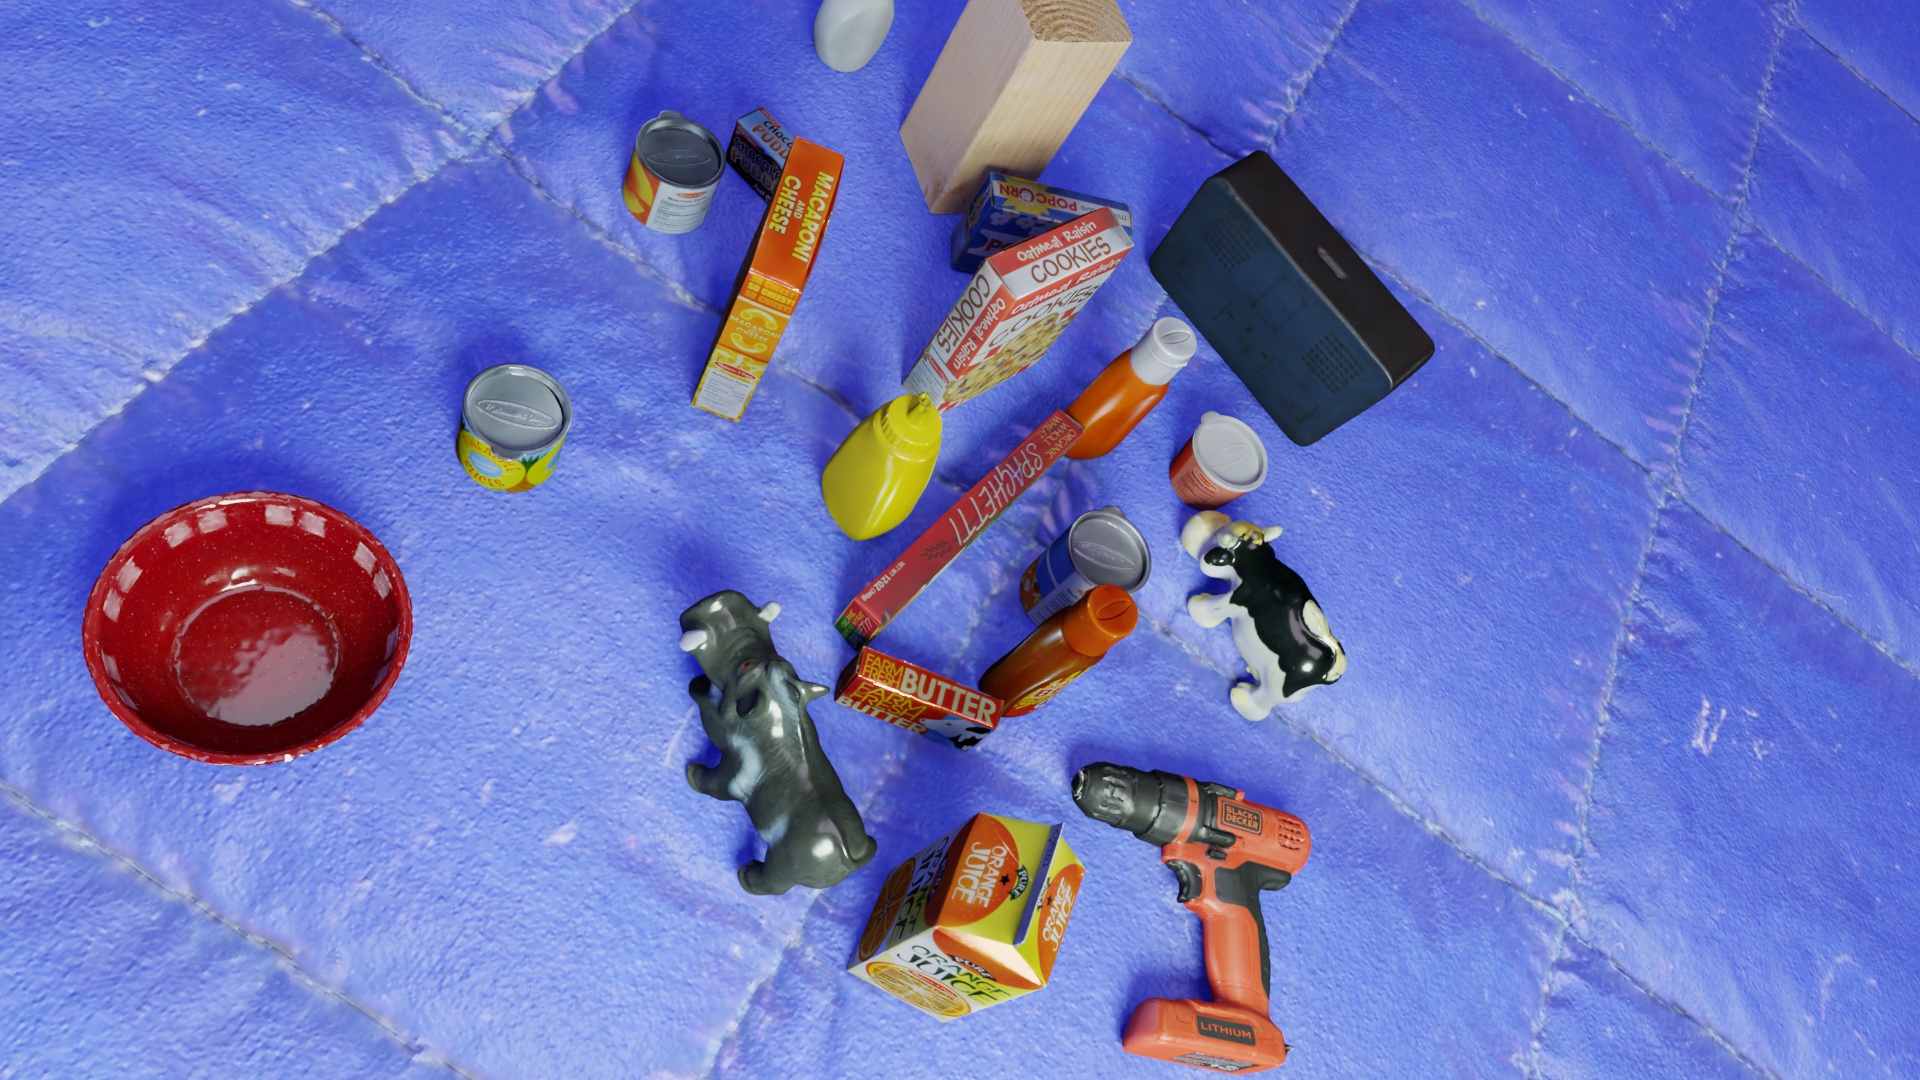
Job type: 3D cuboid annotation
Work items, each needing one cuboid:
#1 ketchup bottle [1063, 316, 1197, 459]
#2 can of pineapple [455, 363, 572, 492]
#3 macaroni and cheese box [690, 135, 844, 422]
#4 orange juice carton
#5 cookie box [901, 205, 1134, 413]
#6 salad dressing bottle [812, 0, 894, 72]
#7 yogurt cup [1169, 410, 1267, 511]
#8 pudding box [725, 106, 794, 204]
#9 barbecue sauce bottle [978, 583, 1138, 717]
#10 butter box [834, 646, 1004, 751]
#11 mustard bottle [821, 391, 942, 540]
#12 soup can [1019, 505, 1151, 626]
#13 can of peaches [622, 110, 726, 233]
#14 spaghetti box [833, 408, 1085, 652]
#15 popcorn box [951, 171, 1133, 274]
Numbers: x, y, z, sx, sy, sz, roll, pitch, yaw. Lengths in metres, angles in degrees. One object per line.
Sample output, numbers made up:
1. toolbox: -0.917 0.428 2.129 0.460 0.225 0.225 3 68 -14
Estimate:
1. ketchup bottle: 0.126 -0.114 1.051 0.065 0.148 0.043 -16 73 -30
2. can of pineapple: -0.289 -0.070 0.892 0.071 0.057 0.071 11 61 -20
3. macaroni and cheese box: -0.133 -0.176 0.953 0.040 0.165 0.124 21 58 -14
4. orange juice carton: 0.008 0.216 0.799 0.073 0.191 0.072 30 56 -8
5. cookie box: 0.039 -0.167 1.028 0.123 0.166 0.040 -31 81 -33
6. salad dressing bottle: -0.076 -0.449 1.132 0.064 0.147 0.044 -17 73 -31
7. yogurt cup: 0.204 -0.059 1.116 0.072 0.053 0.073 11 61 -20
8. pudding box: -0.141 -0.288 1.079 0.084 0.049 0.030 47 56 3
9. barbecue sauce bottle: 0.067 0.073 0.927 0.065 0.148 0.044 -21 75 -32
10. butter box: -0.029 0.107 0.924 0.103 0.053 0.024 23 58 -13
11. mustard bottle: -0.046 -0.056 0.935 0.049 0.159 0.065 -26 78 -33
12. soup can: 0.089 0.023 1.003 0.071 0.083 0.071 11 61 -20
13. can of peaches: -0.214 -0.272 1.032 0.071 0.057 0.071 11 61 -20
14. spaghetti box: 0.004 -0.013 1.002 0.028 0.050 0.251 45 55 2
15. popcorn box: 0.066 -0.247 1.131 0.127 0.085 0.038 8 62 -21
